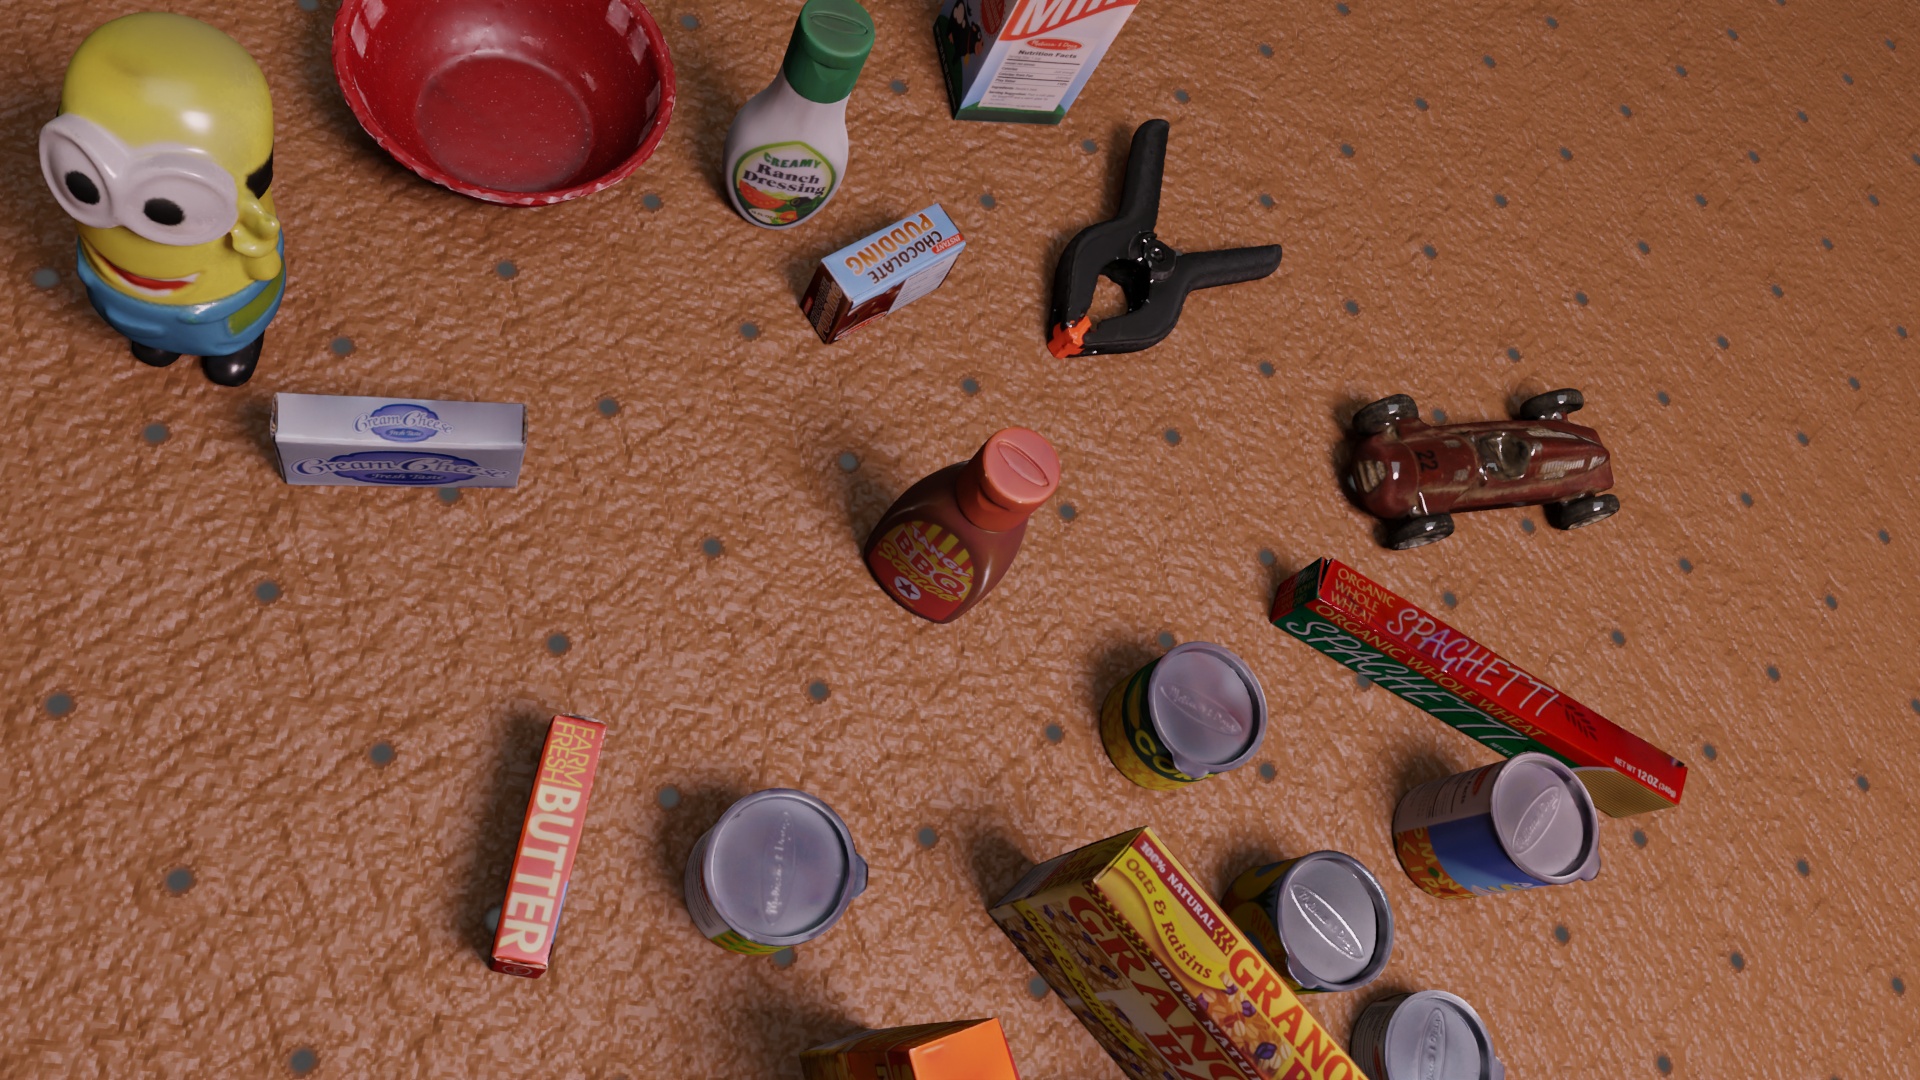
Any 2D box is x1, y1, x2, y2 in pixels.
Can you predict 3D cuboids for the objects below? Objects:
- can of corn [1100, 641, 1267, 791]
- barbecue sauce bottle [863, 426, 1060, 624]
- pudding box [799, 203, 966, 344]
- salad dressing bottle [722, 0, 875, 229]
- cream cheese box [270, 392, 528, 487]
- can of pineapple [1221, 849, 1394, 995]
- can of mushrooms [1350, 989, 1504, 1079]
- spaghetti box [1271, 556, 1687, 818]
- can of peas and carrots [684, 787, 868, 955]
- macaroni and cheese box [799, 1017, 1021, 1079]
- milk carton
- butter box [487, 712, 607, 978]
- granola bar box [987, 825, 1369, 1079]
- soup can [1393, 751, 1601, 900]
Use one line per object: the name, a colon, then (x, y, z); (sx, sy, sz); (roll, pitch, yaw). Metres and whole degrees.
can of corn: (0.112, 0.093, 0.708); (0.071, 0.058, 0.071); (7, 67, -18)
barbecue sauce bottle: (0.002, -0.008, 0.655); (0.065, 0.148, 0.044); (41, 62, -2)
pudding box: (-0.041, -0.144, 0.748); (0.084, 0.049, 0.030); (-33, 84, -28)
salad dressing bottle: (-0.081, -0.215, 0.706); (0.064, 0.147, 0.044); (8, 67, -18)
cream cheese box: (-0.251, -0.044, 0.626); (0.104, 0.053, 0.024); (1, 70, -21)
can of pineapple: (0.170, 0.192, 0.691); (0.071, 0.057, 0.071); (7, 67, -18)
can of mushrooms: (0.235, 0.263, 0.702); (0.071, 0.033, 0.071); (7, 67, -18)
spaghetti box: (0.292, 0.086, 0.785); (0.250, 0.050, 0.029); (29, 63, -8)
can of peas and carrots: (-0.082, 0.147, 0.612); (0.071, 0.058, 0.071); (7, 67, -18)
macaroni and cheese box: (-0.011, 0.253, 0.537); (0.040, 0.165, 0.124); (-11, 74, -24)
milk carton: (0.053, -0.319, 0.774); (0.073, 0.189, 0.072); (-4, 72, -22)
butter box: (-0.175, 0.129, 0.587); (0.024, 0.053, 0.104); (15, 65, -15)
granola bar box: (0.100, 0.209, 0.620); (0.039, 0.123, 0.165); (-40, 87, -28)
soup can: (0.283, 0.155, 0.735); (0.071, 0.083, 0.071); (7, 67, -18)
